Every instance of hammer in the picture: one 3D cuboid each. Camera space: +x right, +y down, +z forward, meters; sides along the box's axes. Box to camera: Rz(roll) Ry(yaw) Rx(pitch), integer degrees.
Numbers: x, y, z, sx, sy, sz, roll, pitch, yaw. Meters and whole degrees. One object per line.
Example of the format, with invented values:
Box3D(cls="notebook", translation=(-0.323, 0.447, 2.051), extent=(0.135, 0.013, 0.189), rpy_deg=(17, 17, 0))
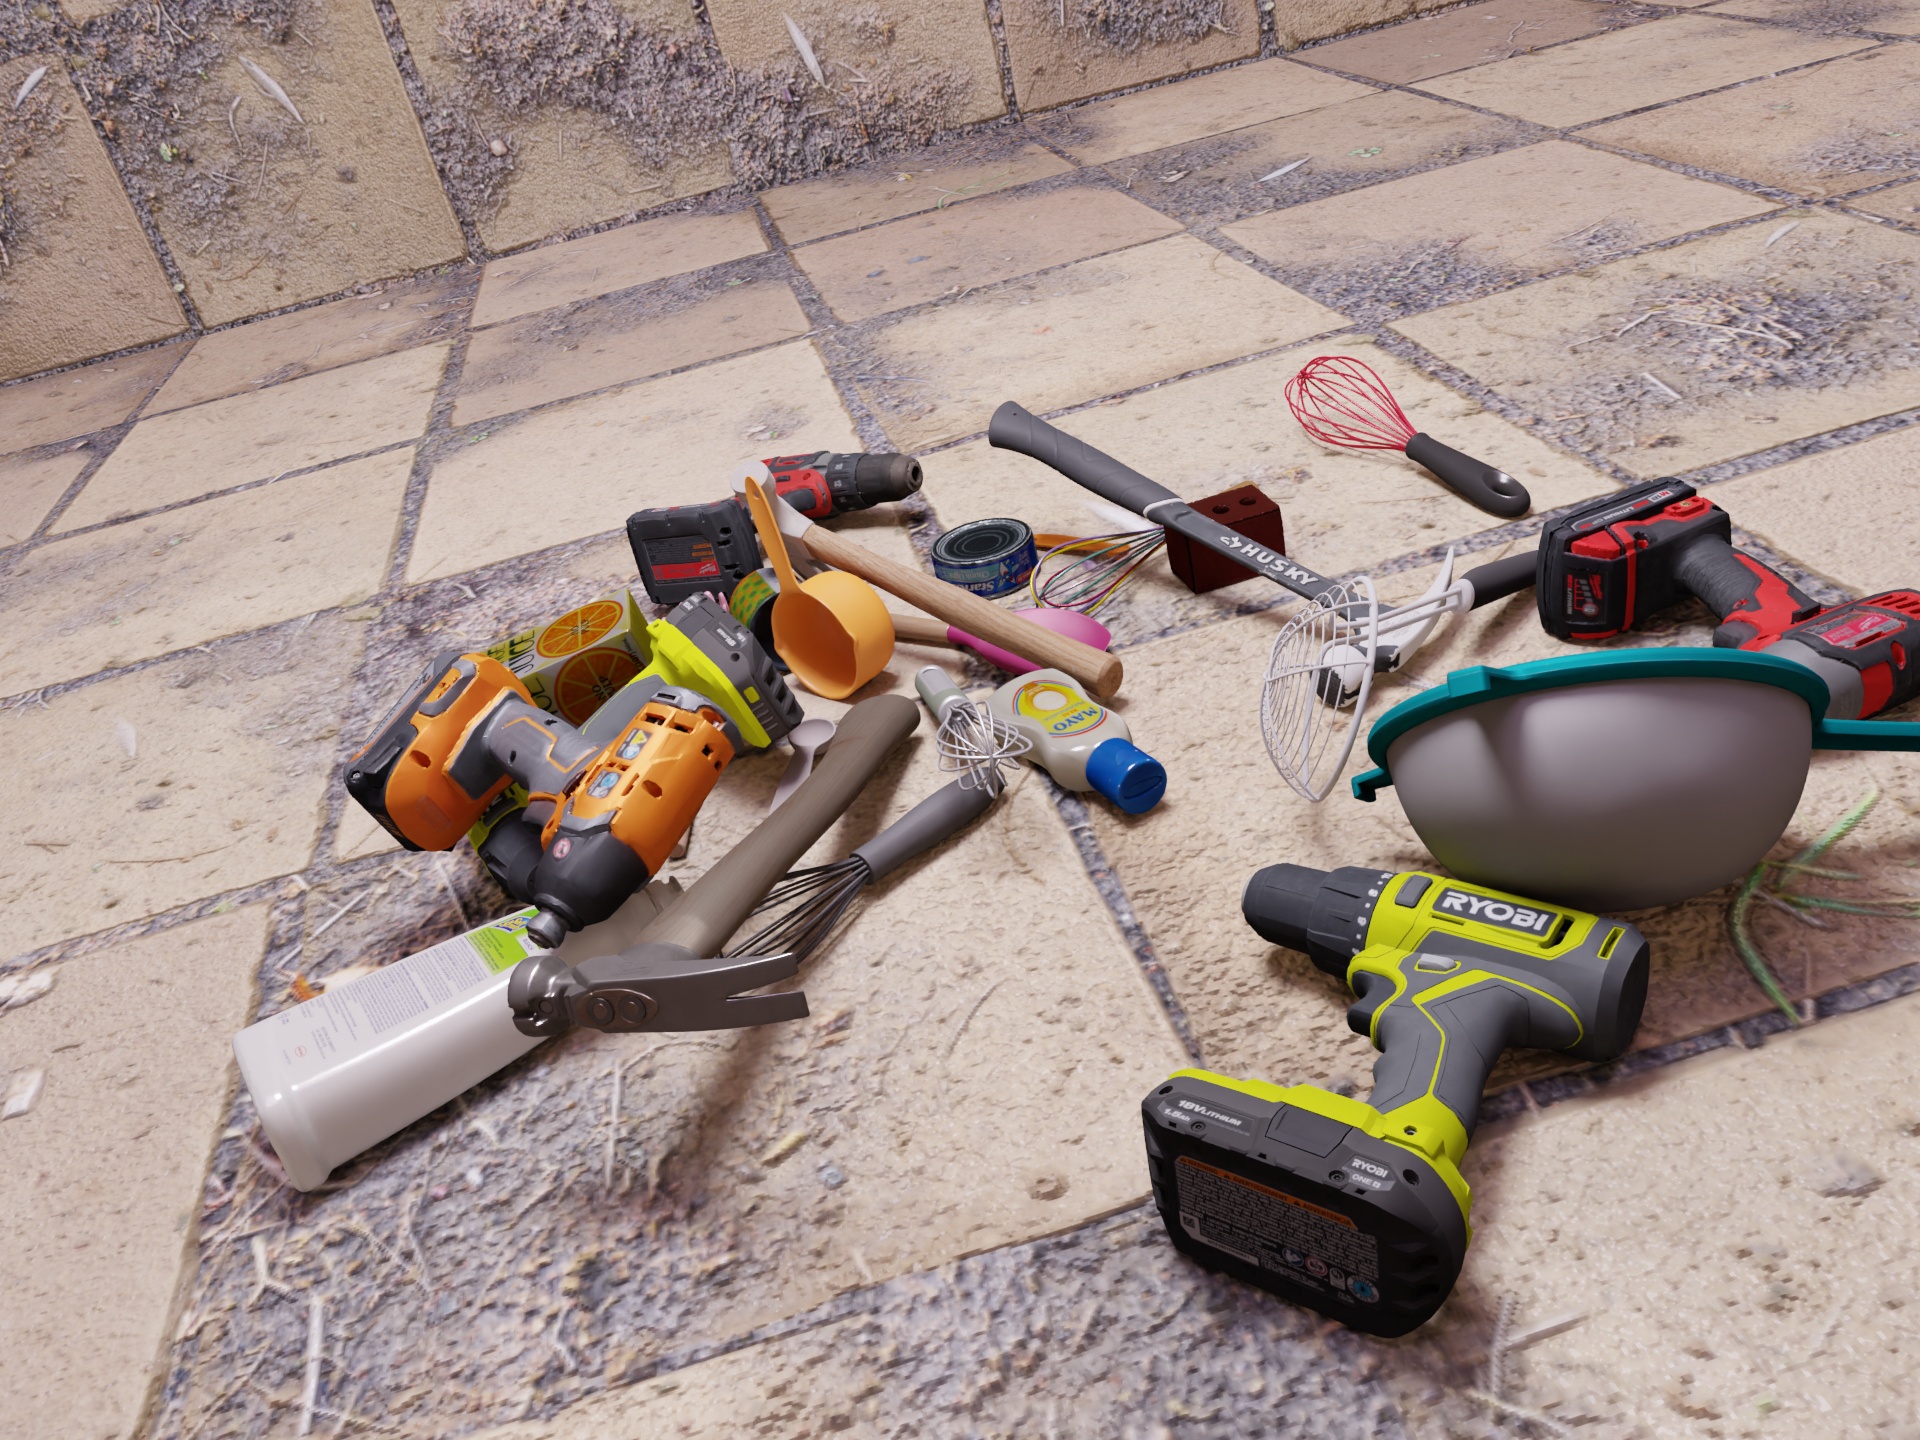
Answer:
Box3D(cls="hammer", translation=(0.166, -0.148, 1.149), extent=(0.149, 0.036, 0.409), rpy_deg=(-35, 49, -24))
Box3D(cls="hammer", translation=(-0.023, -0.090, 1.148), extent=(0.331, 0.129, 0.031), rpy_deg=(27, 72, 31))
Box3D(cls="hammer", translation=(-0.088, 0.062, 0.904), extent=(0.146, 0.038, 0.411), rpy_deg=(-6, 18, 19))

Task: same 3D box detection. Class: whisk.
Box3D(cls="whisk", translation=(0.359, -0.230, 1.293), extent=(0.073, 0.073, 0.296), rpy_deg=(-22, 38, -14))
Box3D(cls="whisk", translation=(-0.002, -0.003, 1.026), extent=(0.058, 0.059, 0.246), rpy_deg=(-14, 15, -7))
Box3D(cls="whisk", translation=(0.148, -0.135, 1.239), extent=(0.245, 0.051, 0.047), rpy_deg=(-28, 53, -31))
Box3D(cls="whisk", translation=(-0.058, 0.084, 0.940), extent=(0.055, 0.055, 0.239), rpy_deg=(18, 39, 43))

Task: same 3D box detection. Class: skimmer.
Box3D(cls="skimmer", translation=(0.297, -0.050, 0.963), extent=(0.363, 0.127, 0.090), rpy_deg=(-19, 42, -42))

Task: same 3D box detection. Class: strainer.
Box3D(cls="strainer", translation=(0.372, 0.043, 0.769), extent=(0.340, 0.211, 0.095), rpy_deg=(1, 72, 0))

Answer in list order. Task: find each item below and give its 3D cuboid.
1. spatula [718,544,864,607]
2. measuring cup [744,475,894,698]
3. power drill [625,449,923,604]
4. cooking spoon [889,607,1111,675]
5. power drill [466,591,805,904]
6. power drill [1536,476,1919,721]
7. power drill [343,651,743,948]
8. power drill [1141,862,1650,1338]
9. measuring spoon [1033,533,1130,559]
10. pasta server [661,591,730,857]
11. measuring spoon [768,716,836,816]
Box3D(cls="spatula", translation=(-0.215, -0.078, 1.306), extent=(0.316, 0.018, 0.060), rpy_deg=(-27, 32, -20))
Box3D(cls="measuring cup", translation=(-0.104, -0.103, 1.152), extent=(0.095, 0.173, 0.052), rpy_deg=(-4, 23, 48))
Box3D(cls="power drill", translation=(-0.156, -0.179, 1.376), extent=(0.188, 0.080, 0.227), rpy_deg=(-1, 25, 32))
Box3D(cls="cooking spoon", translation=(-0.026, -0.070, 1.212), extent=(0.319, 0.017, 0.069), rpy_deg=(11, 53, 36))
Box3D(cls="power drill", translation=(-0.222, 0.024, 1.049), extent=(0.223, 0.080, 0.171), rpy_deg=(-39, 36, -11))
Box3D(cls="power drill", translation=(0.454, -0.062, 0.950), extent=(0.143, 0.078, 0.220), rpy_deg=(-22, 34, -13))
Box3D(cls="power drill", translation=(-0.255, 0.044, 0.934), extent=(0.227, 0.084, 0.164), rpy_deg=(11, 56, 34))
Box3D(cls="power drill", translation=(0.178, 0.145, 0.711), extent=(0.191, 0.080, 0.228), rpy_deg=(12, 36, 36))
Box3D(cls="measuring spoon", translation=(0.091, -0.141, 1.297), extent=(0.117, 0.011, 0.021), rpy_deg=(13, 36, 43))
Box3D(cls="pasta server", translation=(-0.196, -0.003, 1.152), extent=(0.060, 0.040, 0.316), rpy_deg=(-22, 30, 9))
Box3D(cls="measuring spoon", translation=(-0.108, 0.042, 1.068), extent=(0.034, 0.018, 0.124), rpy_deg=(-1, 39, 12))
